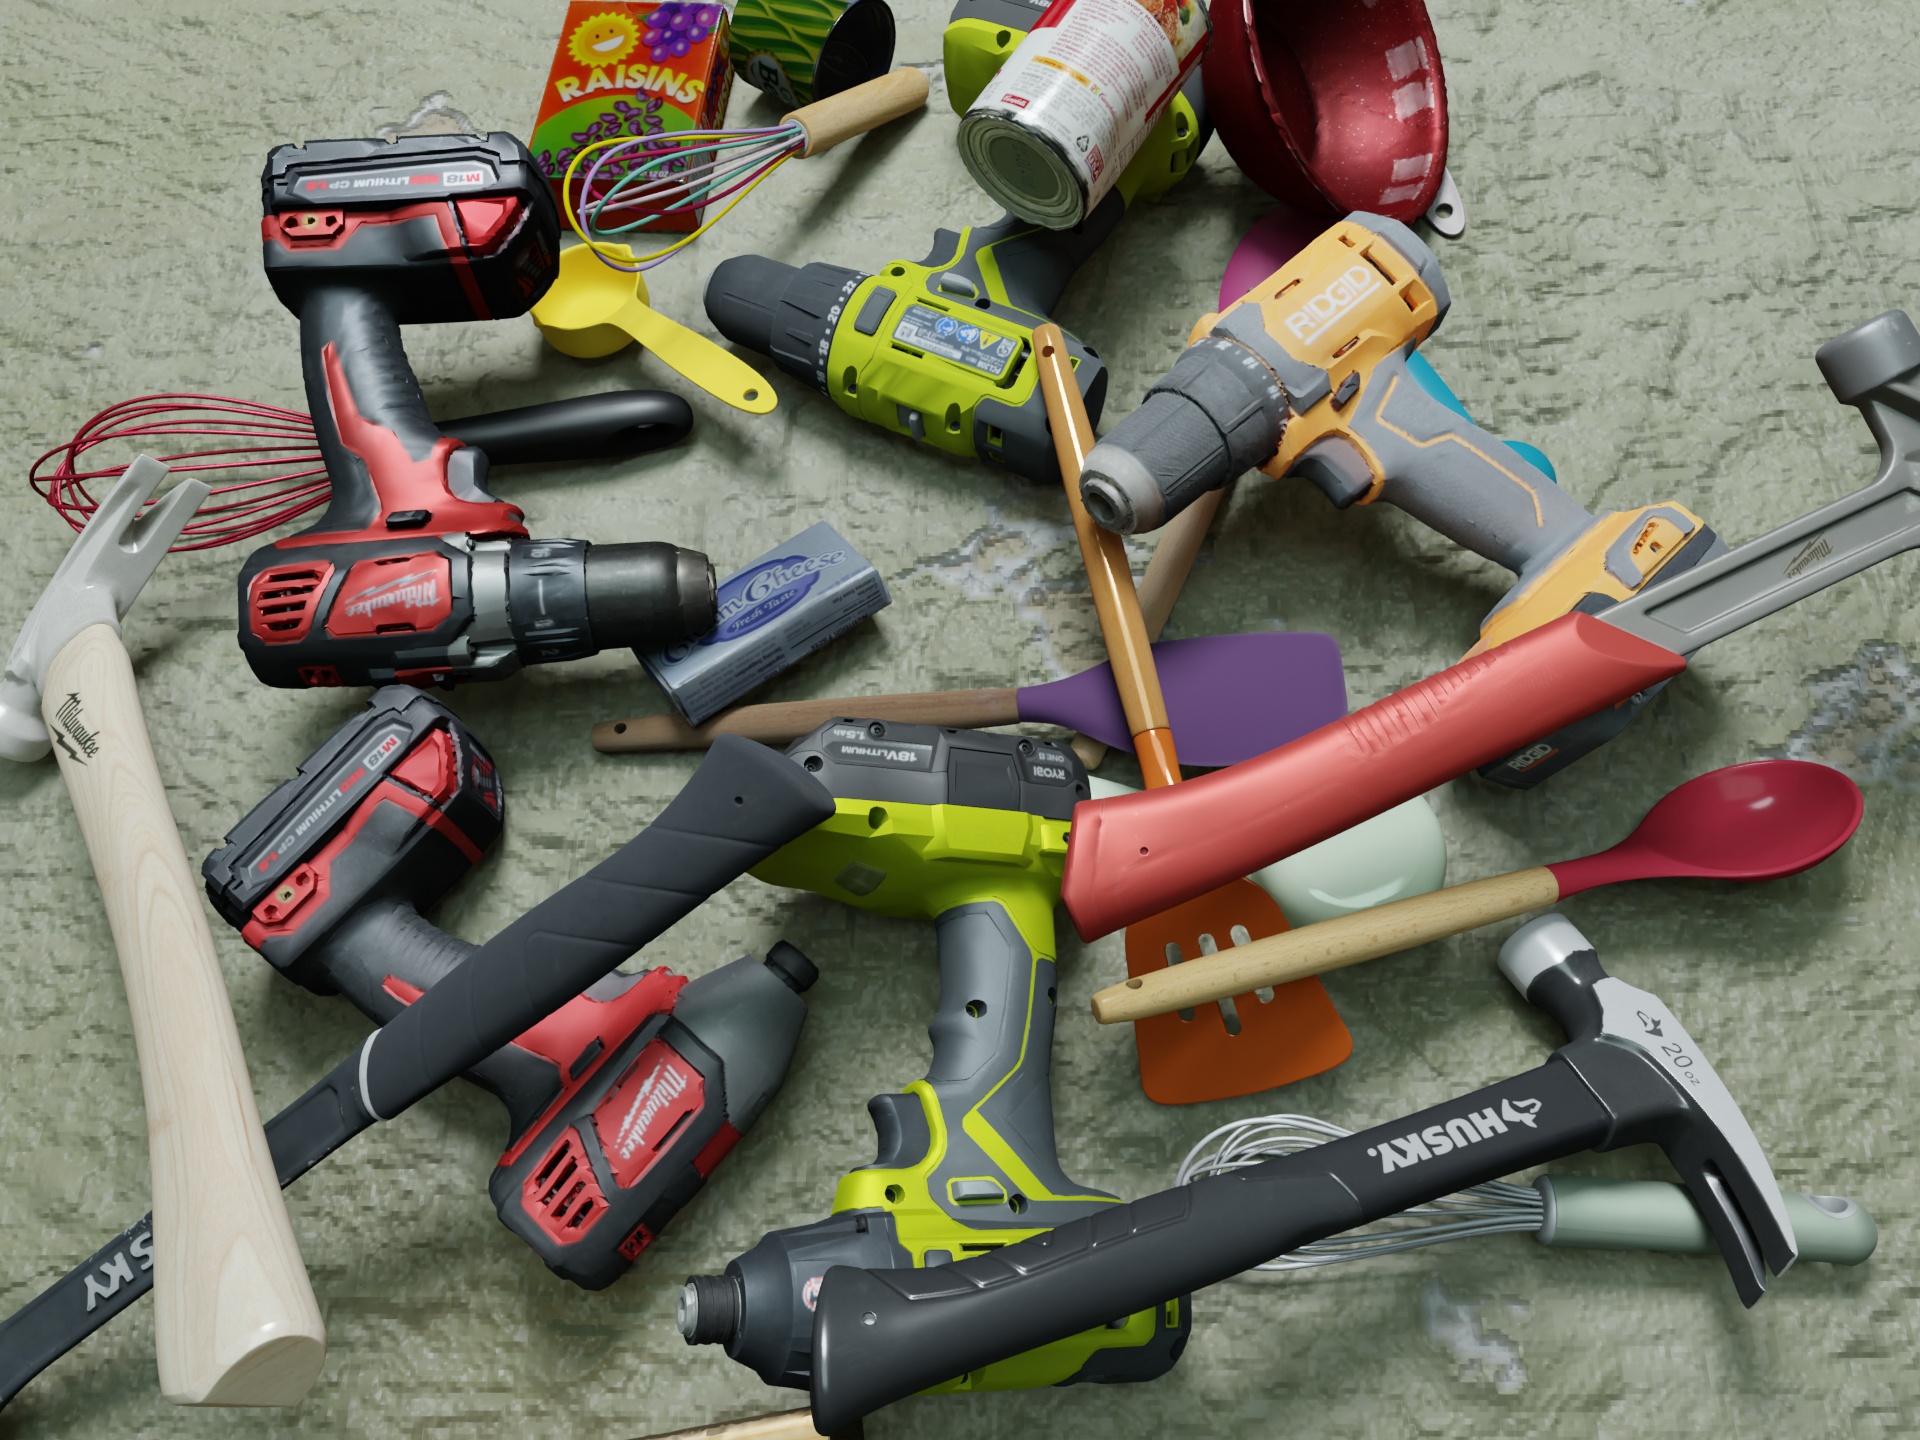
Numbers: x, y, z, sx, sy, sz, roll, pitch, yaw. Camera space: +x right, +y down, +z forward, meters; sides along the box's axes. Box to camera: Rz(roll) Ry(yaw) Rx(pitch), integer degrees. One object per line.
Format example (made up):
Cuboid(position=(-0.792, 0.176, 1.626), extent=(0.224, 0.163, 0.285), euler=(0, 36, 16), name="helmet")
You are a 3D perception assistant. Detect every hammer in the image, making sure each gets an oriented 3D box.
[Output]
Cuboid(position=(-0.213, 0.138, 0.548), extent=(0.409, 0.036, 0.149), euler=(-36, 78, 6), name="hammer")
Cuboid(position=(0.109, 0.159, 0.510), extent=(0.334, 0.035, 0.146), euler=(-12, 45, -21), name="hammer")
Cuboid(position=(0.203, -0.003, 0.552), extent=(0.359, 0.036, 0.149), euler=(-25, 84, -1), name="hammer")
Cuboid(position=(-0.279, 0.053, 0.555), extent=(0.146, 0.038, 0.411), euler=(-51, 47, 9), name="hammer")

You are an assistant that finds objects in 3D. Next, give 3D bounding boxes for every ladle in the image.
Cuboid(position=(0.195, 0.066, 0.585), extent=(0.315, 0.031, 0.069), euler=(-13, 24, -15), name="ladle")

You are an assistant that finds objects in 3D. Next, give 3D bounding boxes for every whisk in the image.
Cuboid(position=(-0.092, -0.272, 0.745), extent=(0.047, 0.051, 0.245), euler=(42, 49, 7), name="whisk")
Cuboid(position=(-0.270, -0.122, 0.728), extent=(0.296, 0.073, 0.073), euler=(-8, 65, -5), name="whisk")
Cuboid(position=(0.200, 0.175, 0.567), extent=(0.246, 0.058, 0.059), euler=(3, 100, 2), name="whisk")

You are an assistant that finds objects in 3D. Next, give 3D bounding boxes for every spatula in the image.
Cuboid(position=(-0.001, -0.002, 0.661), extent=(0.316, 0.018, 0.060), euler=(-4, 64, 8), name="spatula")
Cuboid(position=(0.071, -0.014, 0.630), extent=(0.081, 0.041, 0.323), euler=(-18, 70, 15), name="spatula")

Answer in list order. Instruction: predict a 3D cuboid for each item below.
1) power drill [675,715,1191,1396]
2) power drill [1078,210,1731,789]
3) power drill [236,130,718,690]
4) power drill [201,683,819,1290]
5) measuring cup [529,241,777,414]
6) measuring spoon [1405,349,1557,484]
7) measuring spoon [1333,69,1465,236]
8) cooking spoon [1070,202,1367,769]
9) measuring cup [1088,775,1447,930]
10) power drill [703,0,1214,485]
Cuboid(position=(-0.015, 0.117, 0.562), extent=(0.171, 0.080, 0.223), euler=(7, 62, -24), name="power drill")
Cuboid(position=(0.173, -0.079, 0.631), extent=(0.185, 0.084, 0.226), euler=(-39, 81, -22), name="power drill")
Cuboid(position=(-0.202, -0.125, 0.667), extent=(0.188, 0.080, 0.227), euler=(-5, 77, -5), name="power drill")
Cuboid(position=(-0.167, 0.093, 0.613), extent=(0.220, 0.078, 0.143), euler=(38, 74, 16), name="power drill")
Cuboid(position=(-0.141, -0.175, 0.751), extent=(0.157, 0.029, 0.062), euler=(35, 72, 23), name="measuring cup")
Cuboid(position=(0.222, -0.142, 0.718), extent=(0.042, 0.021, 0.129), euler=(-29, 68, -9), name="measuring spoon")
Cuboid(position=(0.220, -0.289, 0.794), extent=(0.034, 0.018, 0.124), euler=(-23, 72, 6), name="measuring spoon")
Cuboid(position=(0.116, -0.116, 0.716), extent=(0.069, 0.017, 0.319), euler=(23, 70, 7), name="cooking spoon")
Cuboid(position=(0.110, 0.042, 0.633), extent=(0.167, 0.038, 0.083), euler=(15, 67, 9), name="measuring cup")
Cuboid(position=(0.005, -0.236, 0.750), extent=(0.190, 0.080, 0.228), euler=(23, 72, 13), name="power drill")
